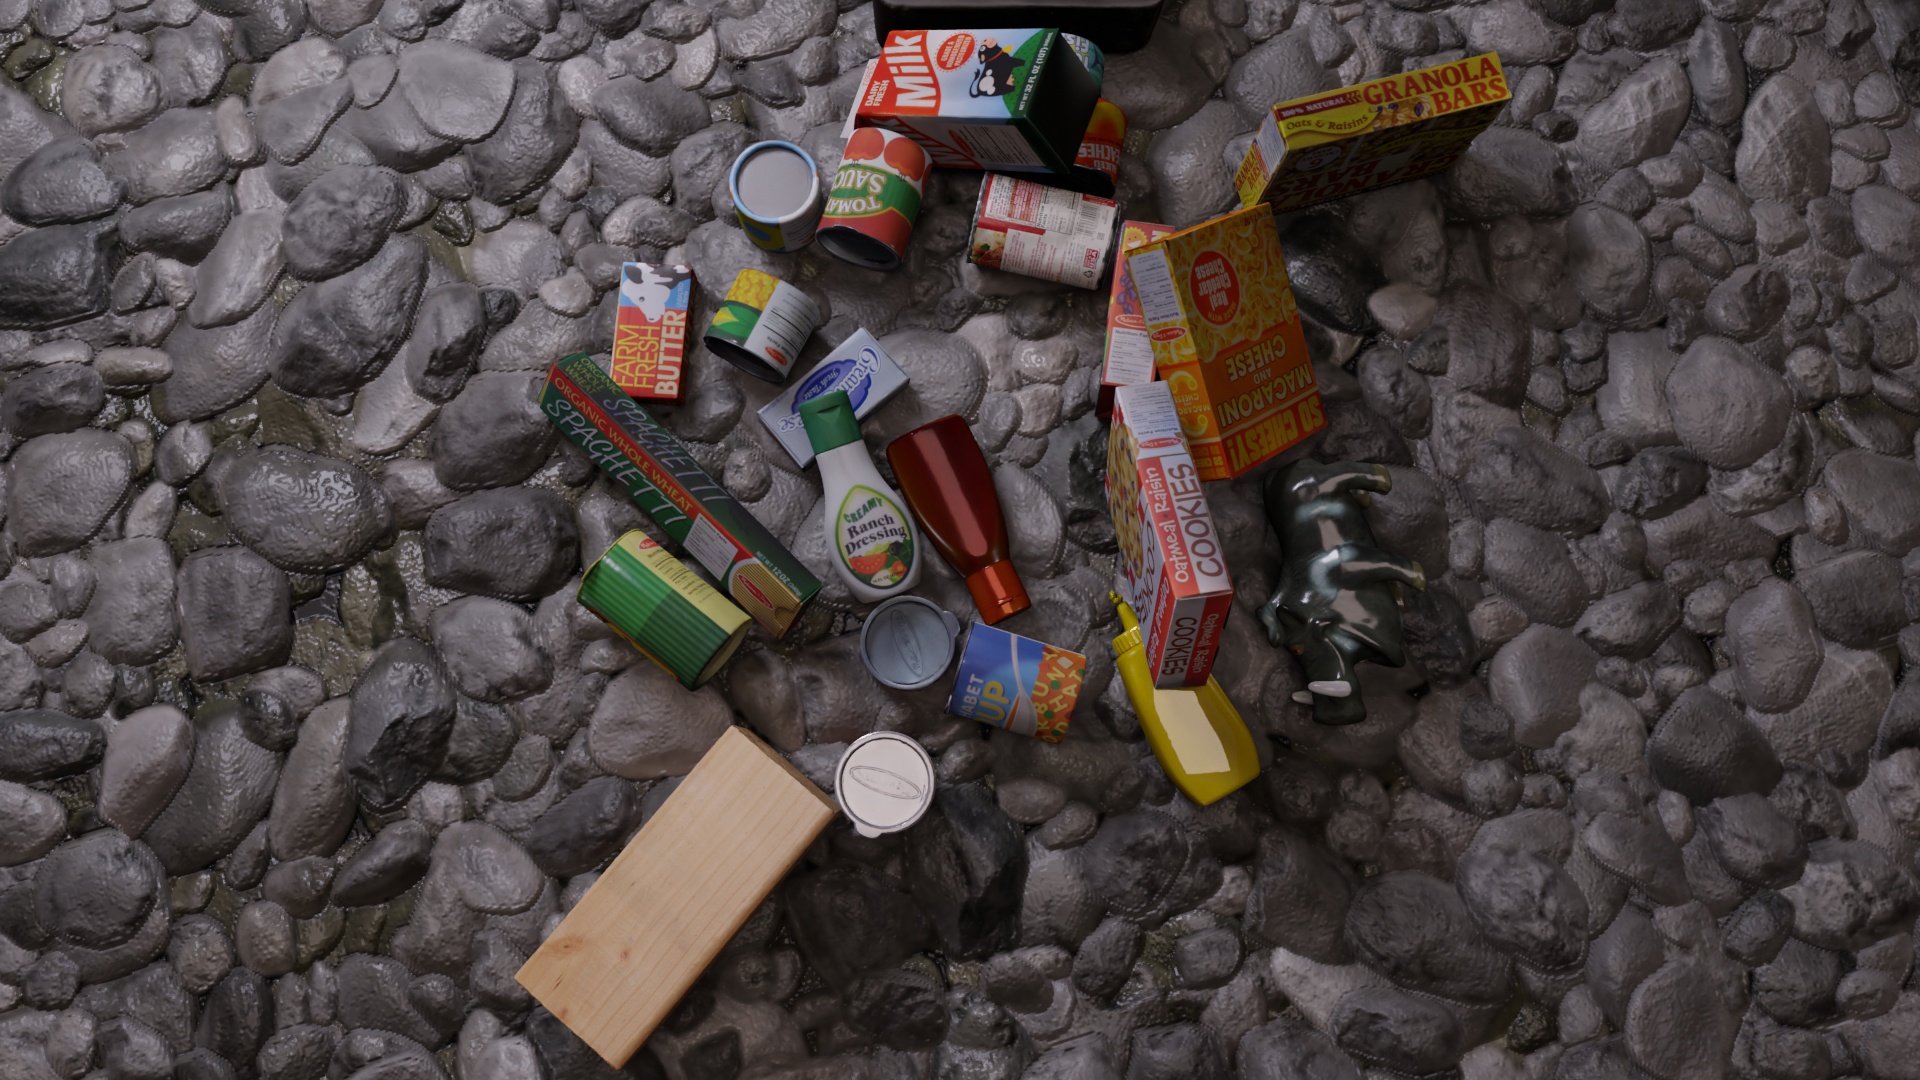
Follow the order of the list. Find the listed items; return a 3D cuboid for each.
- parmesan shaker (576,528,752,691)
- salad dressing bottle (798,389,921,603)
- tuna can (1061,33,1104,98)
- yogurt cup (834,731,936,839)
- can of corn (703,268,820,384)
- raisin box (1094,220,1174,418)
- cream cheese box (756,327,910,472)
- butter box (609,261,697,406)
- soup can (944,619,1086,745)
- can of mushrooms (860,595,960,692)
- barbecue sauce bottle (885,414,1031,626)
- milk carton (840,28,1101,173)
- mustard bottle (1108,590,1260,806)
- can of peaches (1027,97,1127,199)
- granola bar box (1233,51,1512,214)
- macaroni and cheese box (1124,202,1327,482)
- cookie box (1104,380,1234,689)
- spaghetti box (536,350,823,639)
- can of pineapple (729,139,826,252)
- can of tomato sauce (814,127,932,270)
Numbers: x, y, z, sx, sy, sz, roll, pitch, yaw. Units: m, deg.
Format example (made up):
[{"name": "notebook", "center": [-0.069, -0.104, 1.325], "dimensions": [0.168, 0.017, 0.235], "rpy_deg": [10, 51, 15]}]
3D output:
[{"name": "parmesan shaker", "center": [-0.205, 0.049, 0.961], "dimensions": [0.103, 0.071, 0.071], "rpy_deg": [38, 81, 5]}, {"name": "salad dressing bottle", "center": [-0.073, -0.031, 0.978], "dimensions": [0.064, 0.044, 0.147], "rpy_deg": [-20, 93, -10]}, {"name": "tuna can", "center": [0.075, -0.350, 1.041], "dimensions": [0.071, 0.071, 0.033], "rpy_deg": [7, 79, 0]}, {"name": "yogurt cup", "center": [-0.051, 0.166, 0.952], "dimensions": [0.072, 0.054, 0.072], "rpy_deg": [0, 80, -1]}, {"name": "can of corn", "center": [-0.145, -0.155, 1.004], "dimensions": [0.071, 0.071, 0.058], "rpy_deg": [26, 80, 3]}, {"name": "raisin box", "center": [0.124, -0.156, 0.999], "dimensions": [0.040, 0.086, 0.123], "rpy_deg": [9, 80, 5]}, {"name": "cream cheese box", "center": [-0.093, -0.103, 1.015], "dimensions": [0.104, 0.024, 0.053], "rpy_deg": [-41, 85, -8]}, {"name": "butter box", "center": [-0.226, -0.151, 1.021], "dimensions": [0.053, 0.024, 0.103], "rpy_deg": [3, 79, 0]}, {"name": "soup can", "center": [0.037, 0.101, 0.959], "dimensions": [0.084, 0.071, 0.071], "rpy_deg": [17, 80, 1]}, {"name": "can of mushrooms", "center": [-0.035, 0.073, 0.980], "dimensions": [0.071, 0.033, 0.071], "rpy_deg": [0, 79, -1]}, {"name": "barbecue sauce bottle", "center": [0.004, -0.012, 0.992], "dimensions": [0.065, 0.043, 0.148], "rpy_deg": [-24, 82, -5]}, {"name": "milk carton", "center": [-0.004, -0.320, 1.010], "dimensions": [0.190, 0.073, 0.072], "rpy_deg": [13, 77, 34]}, {"name": "mustard bottle", "center": [0.148, 0.104, 0.971], "dimensions": [0.065, 0.048, 0.160], "rpy_deg": [-28, 80, -4]}, {"name": "can of peaches", "center": [0.089, -0.291, 1.031], "dimensions": [0.071, 0.071, 0.058], "rpy_deg": [11, 79, 1]}, {"name": "granola bar box", "center": [0.294, -0.290, 1.008], "dimensions": [0.166, 0.124, 0.039], "rpy_deg": [-15, 81, -4]}, {"name": "macaroni and cheese box", "center": [0.188, -0.139, 0.968], "dimensions": [0.124, 0.040, 0.166], "rpy_deg": [-26, 104, -38]}, {"name": "cookie box", "center": [0.136, -0.002, 0.925], "dimensions": [0.040, 0.122, 0.168], "rpy_deg": [-8, 57, -4]}, {"name": "spaghetti box", "center": [-0.201, -0.034, 0.984], "dimensions": [0.250, 0.050, 0.029], "rpy_deg": [44, 44, 6]}, {"name": "can of pineapple", "center": [-0.136, -0.254, 1.024], "dimensions": [0.071, 0.057, 0.071], "rpy_deg": [0, 80, -1]}, {"name": "can of tomato sauce", "center": [-0.064, -0.251, 1.020], "dimensions": [0.071, 0.071, 0.083], "rpy_deg": [17, 79, 2]}]
